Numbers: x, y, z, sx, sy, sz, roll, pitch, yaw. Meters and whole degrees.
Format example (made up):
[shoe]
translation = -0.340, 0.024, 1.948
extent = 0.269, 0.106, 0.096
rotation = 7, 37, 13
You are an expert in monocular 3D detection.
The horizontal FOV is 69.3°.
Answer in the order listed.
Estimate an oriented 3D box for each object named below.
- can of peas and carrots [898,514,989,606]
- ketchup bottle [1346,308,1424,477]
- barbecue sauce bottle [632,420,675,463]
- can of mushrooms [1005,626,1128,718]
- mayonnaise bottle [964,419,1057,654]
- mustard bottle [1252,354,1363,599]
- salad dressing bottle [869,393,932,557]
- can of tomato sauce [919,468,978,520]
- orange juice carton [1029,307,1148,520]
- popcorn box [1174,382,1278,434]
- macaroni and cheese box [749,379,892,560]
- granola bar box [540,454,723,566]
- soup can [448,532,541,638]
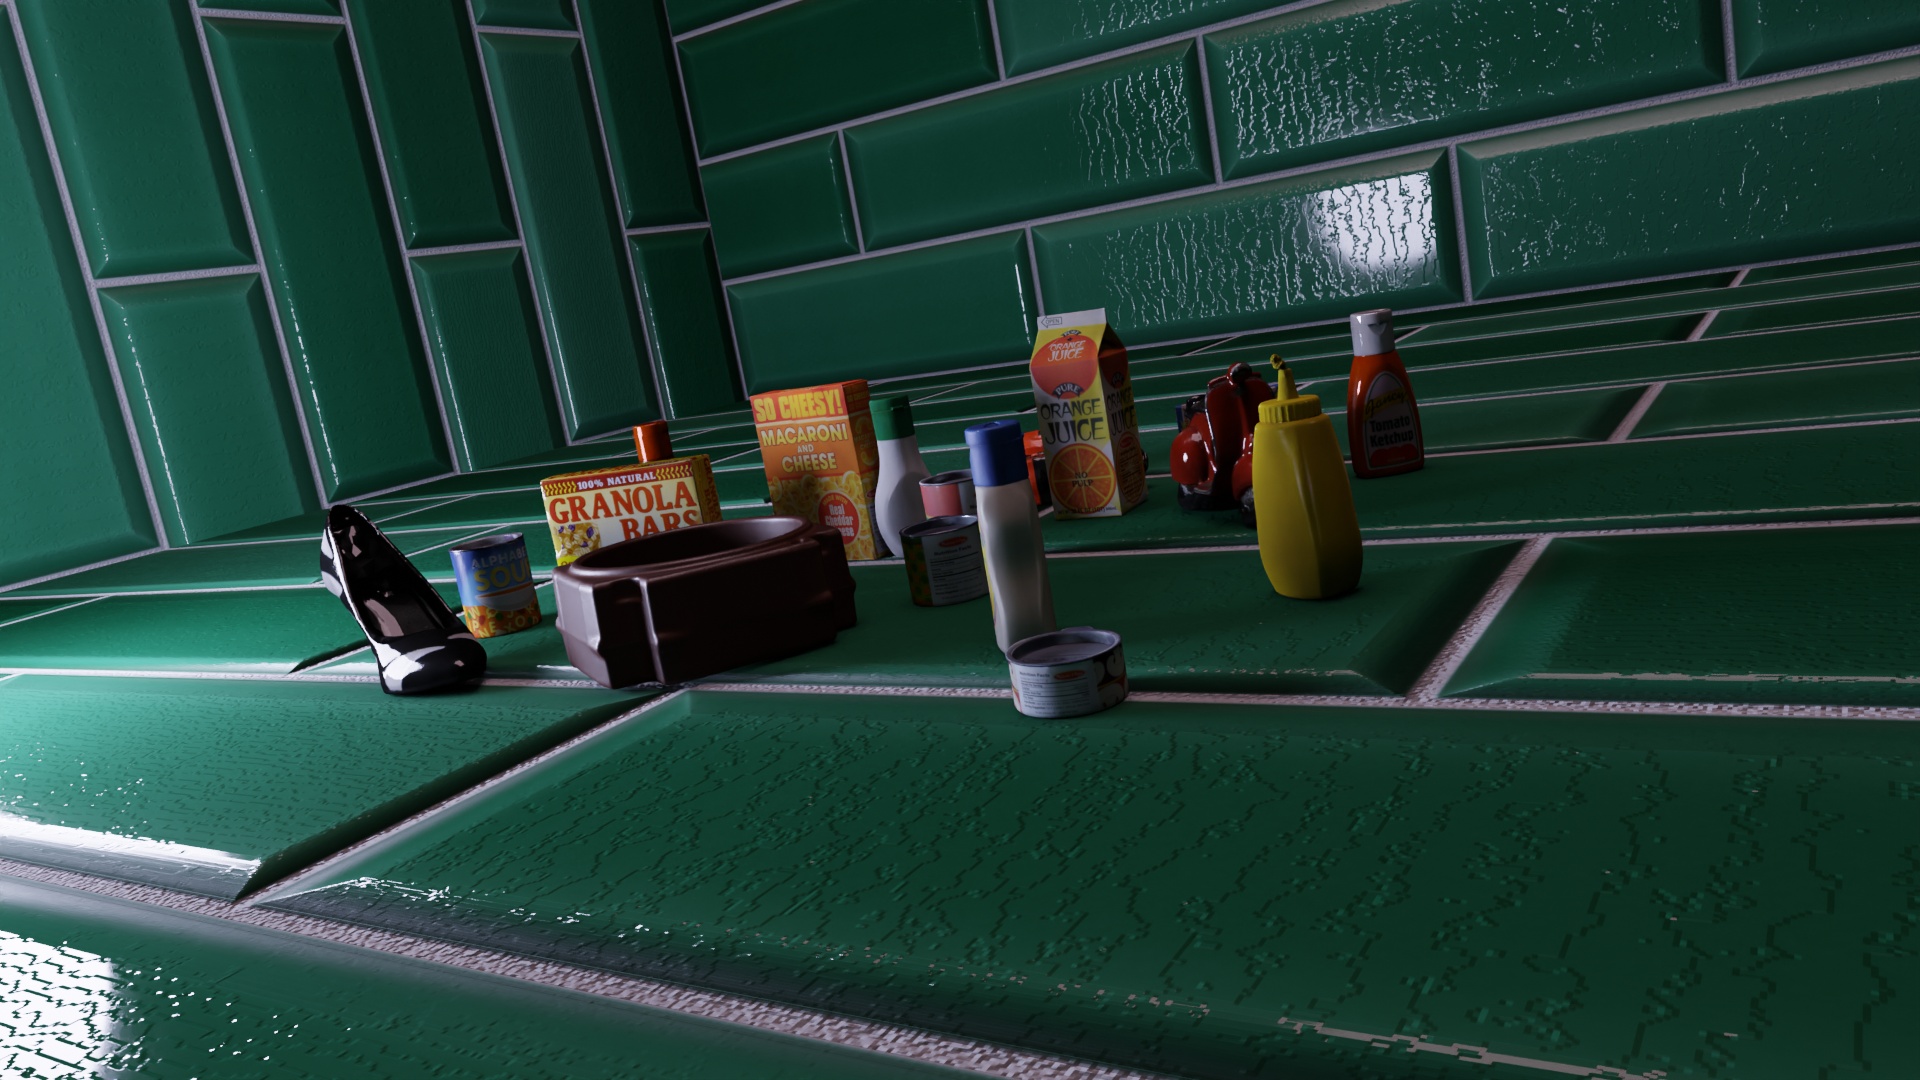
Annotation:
[can of peas and carrots]
translation = -0.011, 0.015, 1.093
extent = 0.071, 0.058, 0.071
rotation = -10, 10, 2
[ketchup bottle]
translation = 0.381, -0.134, 1.263
extent = 0.065, 0.148, 0.043
rotation = -10, 10, -1
[barbecue sauce bottle]
translation = -0.318, -0.053, 1.488
extent = 0.043, 0.148, 0.065
rotation = -8, 11, 14
[can of mushrooms]
translation = 0.061, 0.074, 0.786
extent = 0.071, 0.033, 0.071
rotation = -10, 11, 2
[mayonnaise bottle]
translation = 0.033, -0.003, 0.906
extent = 0.041, 0.147, 0.065
rotation = -9, 10, 4
[mustard bottle]
translation = 0.222, -0.043, 0.906
extent = 0.049, 0.160, 0.065
rotation = -16, 12, -29
[salad dressing bottle]
translation = -0.053, -0.060, 1.282
extent = 0.064, 0.147, 0.044
rotation = -14, 11, -22
[can of tomato sauce]
translation = 0.004, -0.015, 1.166
extent = 0.071, 0.083, 0.071
rotation = -10, 10, 2
[orange juice carton]
translation = 0.120, -0.122, 1.322
extent = 0.072, 0.192, 0.073
rotation = -4, 12, 29
[popcorn box]
translation = 0.277, -0.104, 1.371
extent = 0.127, 0.085, 0.038
rotation = -15, 11, -26
[macaroni and cheese box]
translation = -0.130, -0.065, 1.329
extent = 0.123, 0.166, 0.040
rotation = -2, 13, 37
[granola bar box]
translation = -0.308, -0.010, 1.319
extent = 0.165, 0.124, 0.039
rotation = -7, 11, 18
[soup can]
translation = -0.424, 0.041, 1.273
extent = 0.071, 0.083, 0.071
rotation = -10, 10, 2
